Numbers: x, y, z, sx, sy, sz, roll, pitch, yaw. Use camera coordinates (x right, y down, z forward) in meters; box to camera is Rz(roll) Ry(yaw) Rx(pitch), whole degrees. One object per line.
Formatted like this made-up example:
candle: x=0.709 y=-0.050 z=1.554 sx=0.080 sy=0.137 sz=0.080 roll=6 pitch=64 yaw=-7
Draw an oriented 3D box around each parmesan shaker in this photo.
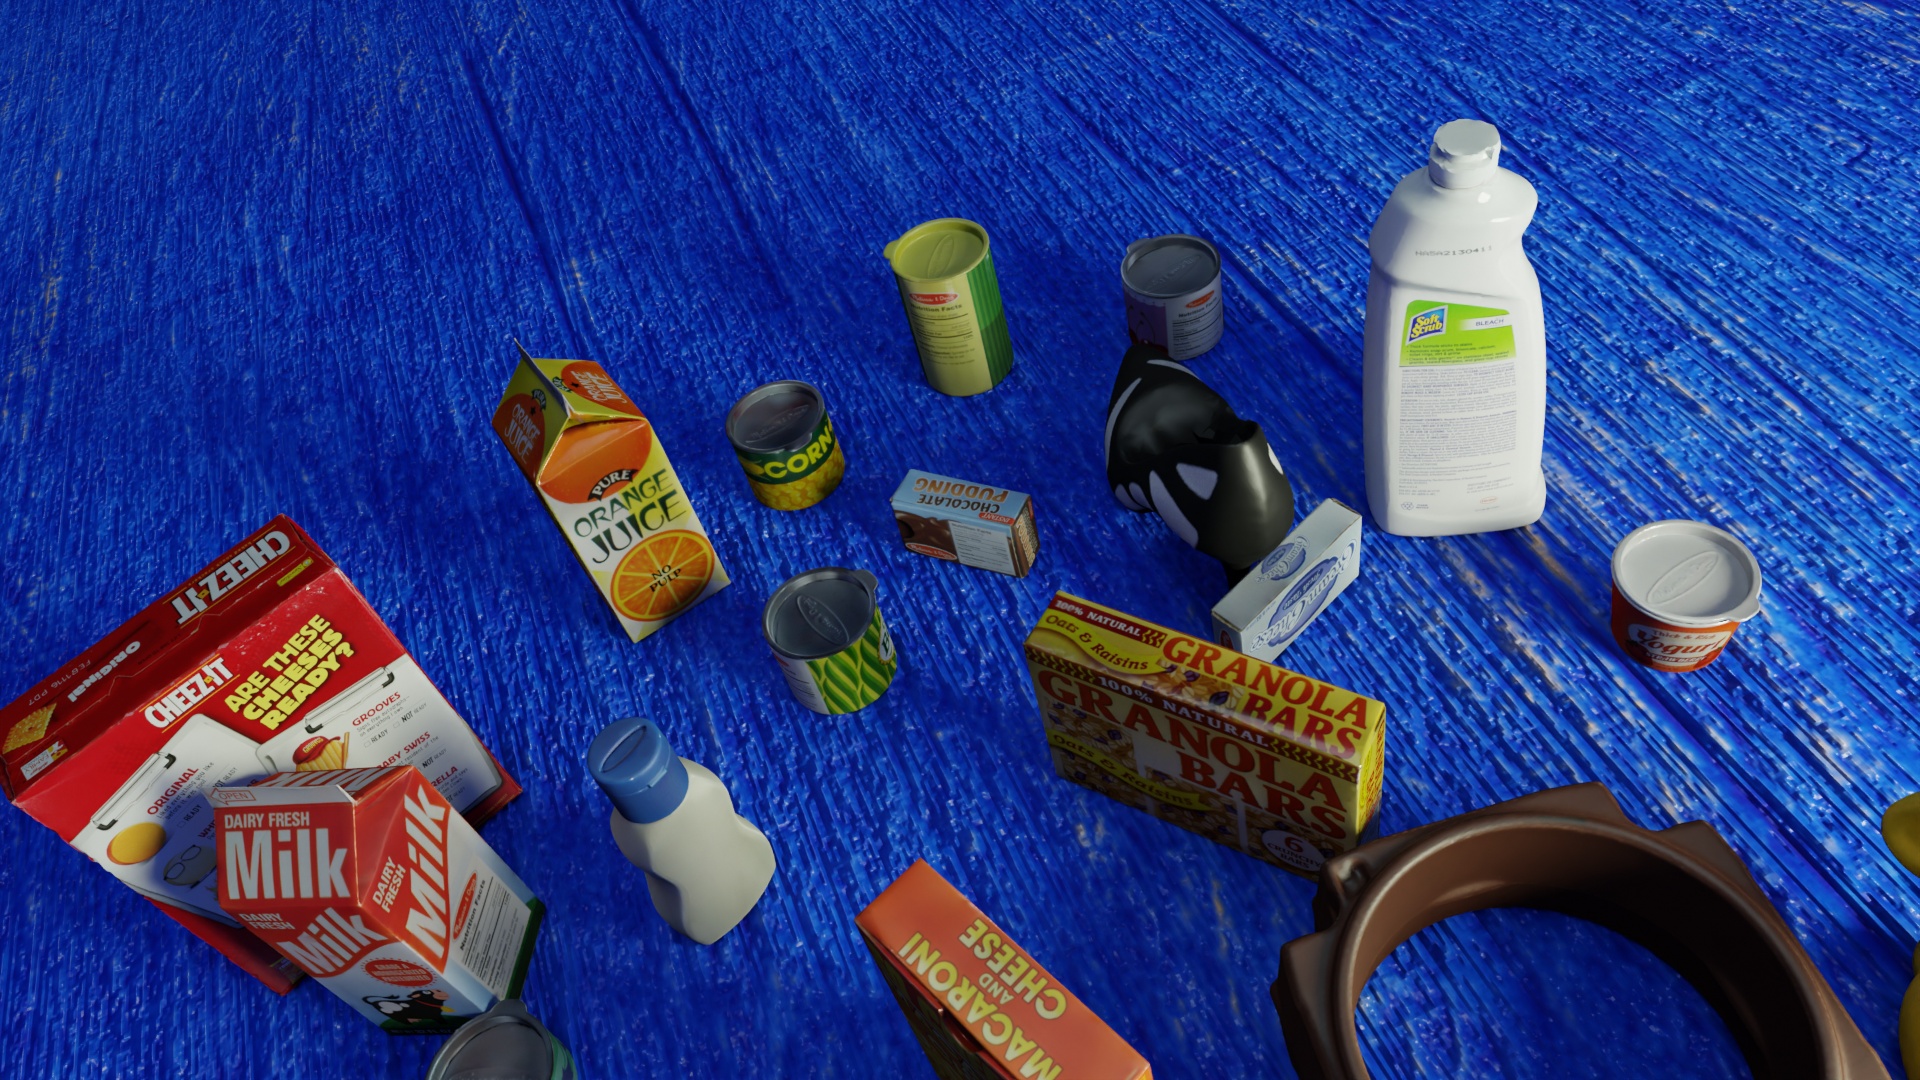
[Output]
parmesan shaker: x=-0.007 y=-0.157 z=0.939 sx=0.071 sy=0.102 sz=0.072 roll=-7 pitch=48 yaw=8

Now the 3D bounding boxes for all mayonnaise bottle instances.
mayonnaise bottle: x=-0.138 y=0.141 z=0.682 sx=0.041 sy=0.147 sz=0.065 roll=25 pitch=60 yaw=31

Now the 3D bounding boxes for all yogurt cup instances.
yogurt cup: x=0.368 y=0.031 z=0.713 sx=0.072 sy=0.053 sz=0.073 roll=-7 pitch=48 yaw=8

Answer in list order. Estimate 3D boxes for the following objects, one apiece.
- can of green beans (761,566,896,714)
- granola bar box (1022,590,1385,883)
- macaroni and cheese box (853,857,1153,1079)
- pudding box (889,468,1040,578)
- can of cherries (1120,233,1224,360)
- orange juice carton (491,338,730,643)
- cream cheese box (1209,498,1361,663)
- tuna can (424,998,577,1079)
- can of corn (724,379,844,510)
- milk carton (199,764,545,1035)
can of green beans: x=-0.074 y=0.058 z=0.799 sx=0.071 sy=0.057 sz=0.071 roll=-7 pitch=48 yaw=8
granola bar box: x=0.118 y=0.097 z=0.671 sx=0.166 sy=0.123 sz=0.039 roll=19 pitch=57 yaw=28
macaroni and cheese box: x=0.027 y=0.216 z=0.563 sx=0.040 sy=0.165 sz=0.124 roll=-41 pitch=52 yaw=-20
pudding box: x=0.003 y=-0.011 z=0.845 sx=0.084 sy=0.049 sz=0.030 roll=13 pitch=54 yaw=24
can of cherries: x=0.143 y=-0.165 z=0.938 sx=0.071 sy=0.058 sz=0.072 roll=-7 pitch=48 yaw=8
orange juice carton: x=-0.211 y=-0.034 z=0.823 sx=0.073 sy=0.191 sz=0.072 roll=-34 pitch=50 yaw=-15
cream cheese box: x=0.180 y=0.028 z=0.764 sx=0.104 sy=0.053 sz=0.024 roll=-41 pitch=52 yaw=-20
tuna can: x=-0.222 y=0.263 z=0.674 sx=0.071 sy=0.032 sz=0.071 roll=-7 pitch=48 yaw=8
can of corn: x=-0.113 y=-0.061 z=0.912 sx=0.071 sy=0.058 sz=0.071 roll=-7 pitch=48 yaw=8
milk carton: x=-0.279 y=0.167 z=0.667 sx=0.072 sy=0.189 sz=0.074 roll=-4 pitch=49 yaw=11
